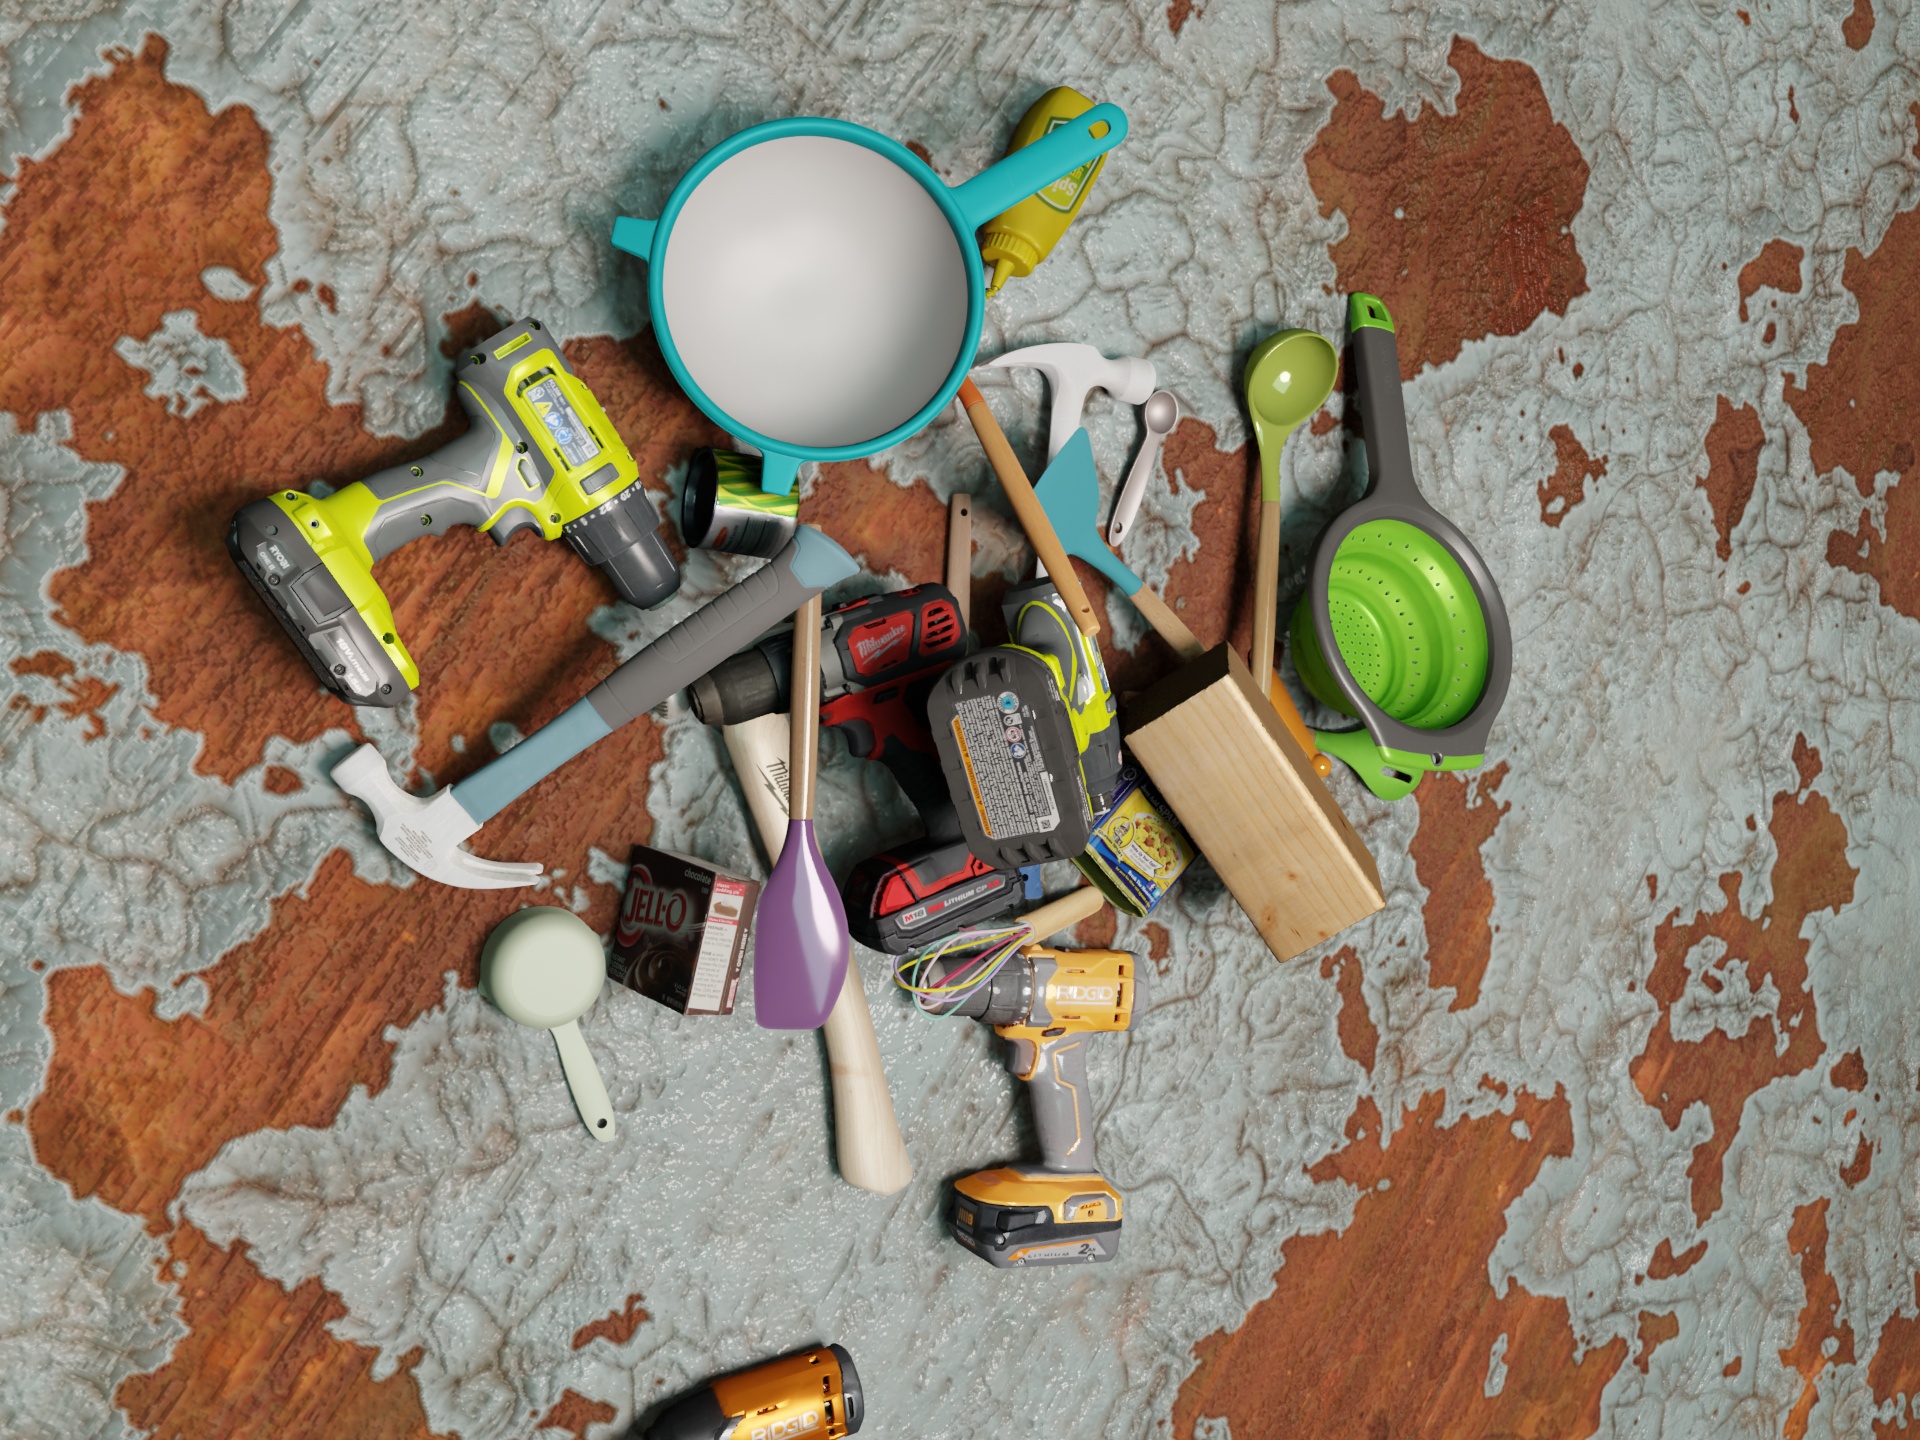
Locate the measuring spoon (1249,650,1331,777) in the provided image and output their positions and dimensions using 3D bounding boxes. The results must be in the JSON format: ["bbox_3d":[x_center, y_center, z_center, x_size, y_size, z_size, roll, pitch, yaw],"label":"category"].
[{"bbox_3d":[0.264,-0.007,1.266,0.021,0.011,0.117,-26,84,-33],"label":"measuring spoon"}]

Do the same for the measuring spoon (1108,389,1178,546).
[{"bbox_3d":[0.132,-0.191,1.206,0.034,0.018,0.124,18,92,-38],"label":"measuring spoon"}]

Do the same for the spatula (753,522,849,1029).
[{"bbox_3d":[-0.096,0.036,0.992,0.059,0.018,0.316,1,92,-10],"label":"spatula"}]

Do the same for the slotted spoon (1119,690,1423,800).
[{"bbox_3d":[0.261,0.012,1.281,0.313,0.031,0.070,11,83,-26],"label":"slotted spoon"}]

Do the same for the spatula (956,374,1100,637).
[{"bbox_3d":[0.022,-0.196,1.066,0.081,0.041,0.323,-16,67,-22],"label":"spatula"}]

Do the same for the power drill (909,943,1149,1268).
[{"bbox_3d":[0.043,0.275,1.162,0.185,0.084,0.226,7,87,-27],"label":"power drill"}]

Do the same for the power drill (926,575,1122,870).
[{"bbox_3d":[0.057,0.006,1.041,0.080,0.223,0.171,-13,101,18],"label":"power drill"}]

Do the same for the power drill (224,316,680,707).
[{"bbox_3d":[-0.293,-0.107,0.955,0.228,0.080,0.190,-38,110,-22],"label":"power drill"}]

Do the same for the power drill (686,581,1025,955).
[{"bbox_3d":[-0.065,0.036,1.047,0.188,0.080,0.226,-19,100,-21],"label":"power drill"}]

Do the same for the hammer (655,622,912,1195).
[{"bbox_3d":[-0.091,0.136,1.103,0.146,0.038,0.410,-21,104,-26],"label":"hammer"}]

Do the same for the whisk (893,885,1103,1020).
[{"bbox_3d":[0.036,0.155,1.113,0.245,0.047,0.051,-15,82,-54],"label":"whisk"}]

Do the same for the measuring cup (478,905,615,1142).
[{"bbox_3d":[-0.251,0.201,1.022,0.083,0.038,0.167,-23,102,-24],"label":"measuring cup"}]

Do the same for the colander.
[{"bbox_3d":[0.325,-0.146,1.277,0.204,0.094,0.397,4,74,-29],"label":"colander"}]

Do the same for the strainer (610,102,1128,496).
[{"bbox_3d":[-0.044,-0.303,1.037,0.340,0.095,0.211,-33,100,-10],"label":"strainer"}]

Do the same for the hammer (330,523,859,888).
[{"bbox_3d":[-0.208,-0.014,0.965,0.331,0.033,0.128,-35,107,2],"label":"hammer"}]

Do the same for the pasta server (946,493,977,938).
[{"bbox_3d":[-0.002,-0.004,1.136,0.060,0.040,0.316,1,93,-23],"label":"pasta server"}]

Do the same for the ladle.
[{"bbox_3d":[0.245,-0.143,1.219,0.078,0.062,0.320,9,82,-31],"label":"ladle"}]

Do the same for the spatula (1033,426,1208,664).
[{"bbox_3d":[0.149,-0.079,1.169,0.317,0.044,0.082,43,71,-29],"label":"spatula"}]

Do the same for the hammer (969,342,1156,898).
[{"bbox_3d":[0.055,-0.073,1.161,0.144,0.035,0.405,5,92,-28],"label":"hammer"}]

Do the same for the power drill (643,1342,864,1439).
[{"bbox_3d":[-0.141,0.560,1.090,0.164,0.084,0.226,-7,93,-26],"label":"power drill"}]
